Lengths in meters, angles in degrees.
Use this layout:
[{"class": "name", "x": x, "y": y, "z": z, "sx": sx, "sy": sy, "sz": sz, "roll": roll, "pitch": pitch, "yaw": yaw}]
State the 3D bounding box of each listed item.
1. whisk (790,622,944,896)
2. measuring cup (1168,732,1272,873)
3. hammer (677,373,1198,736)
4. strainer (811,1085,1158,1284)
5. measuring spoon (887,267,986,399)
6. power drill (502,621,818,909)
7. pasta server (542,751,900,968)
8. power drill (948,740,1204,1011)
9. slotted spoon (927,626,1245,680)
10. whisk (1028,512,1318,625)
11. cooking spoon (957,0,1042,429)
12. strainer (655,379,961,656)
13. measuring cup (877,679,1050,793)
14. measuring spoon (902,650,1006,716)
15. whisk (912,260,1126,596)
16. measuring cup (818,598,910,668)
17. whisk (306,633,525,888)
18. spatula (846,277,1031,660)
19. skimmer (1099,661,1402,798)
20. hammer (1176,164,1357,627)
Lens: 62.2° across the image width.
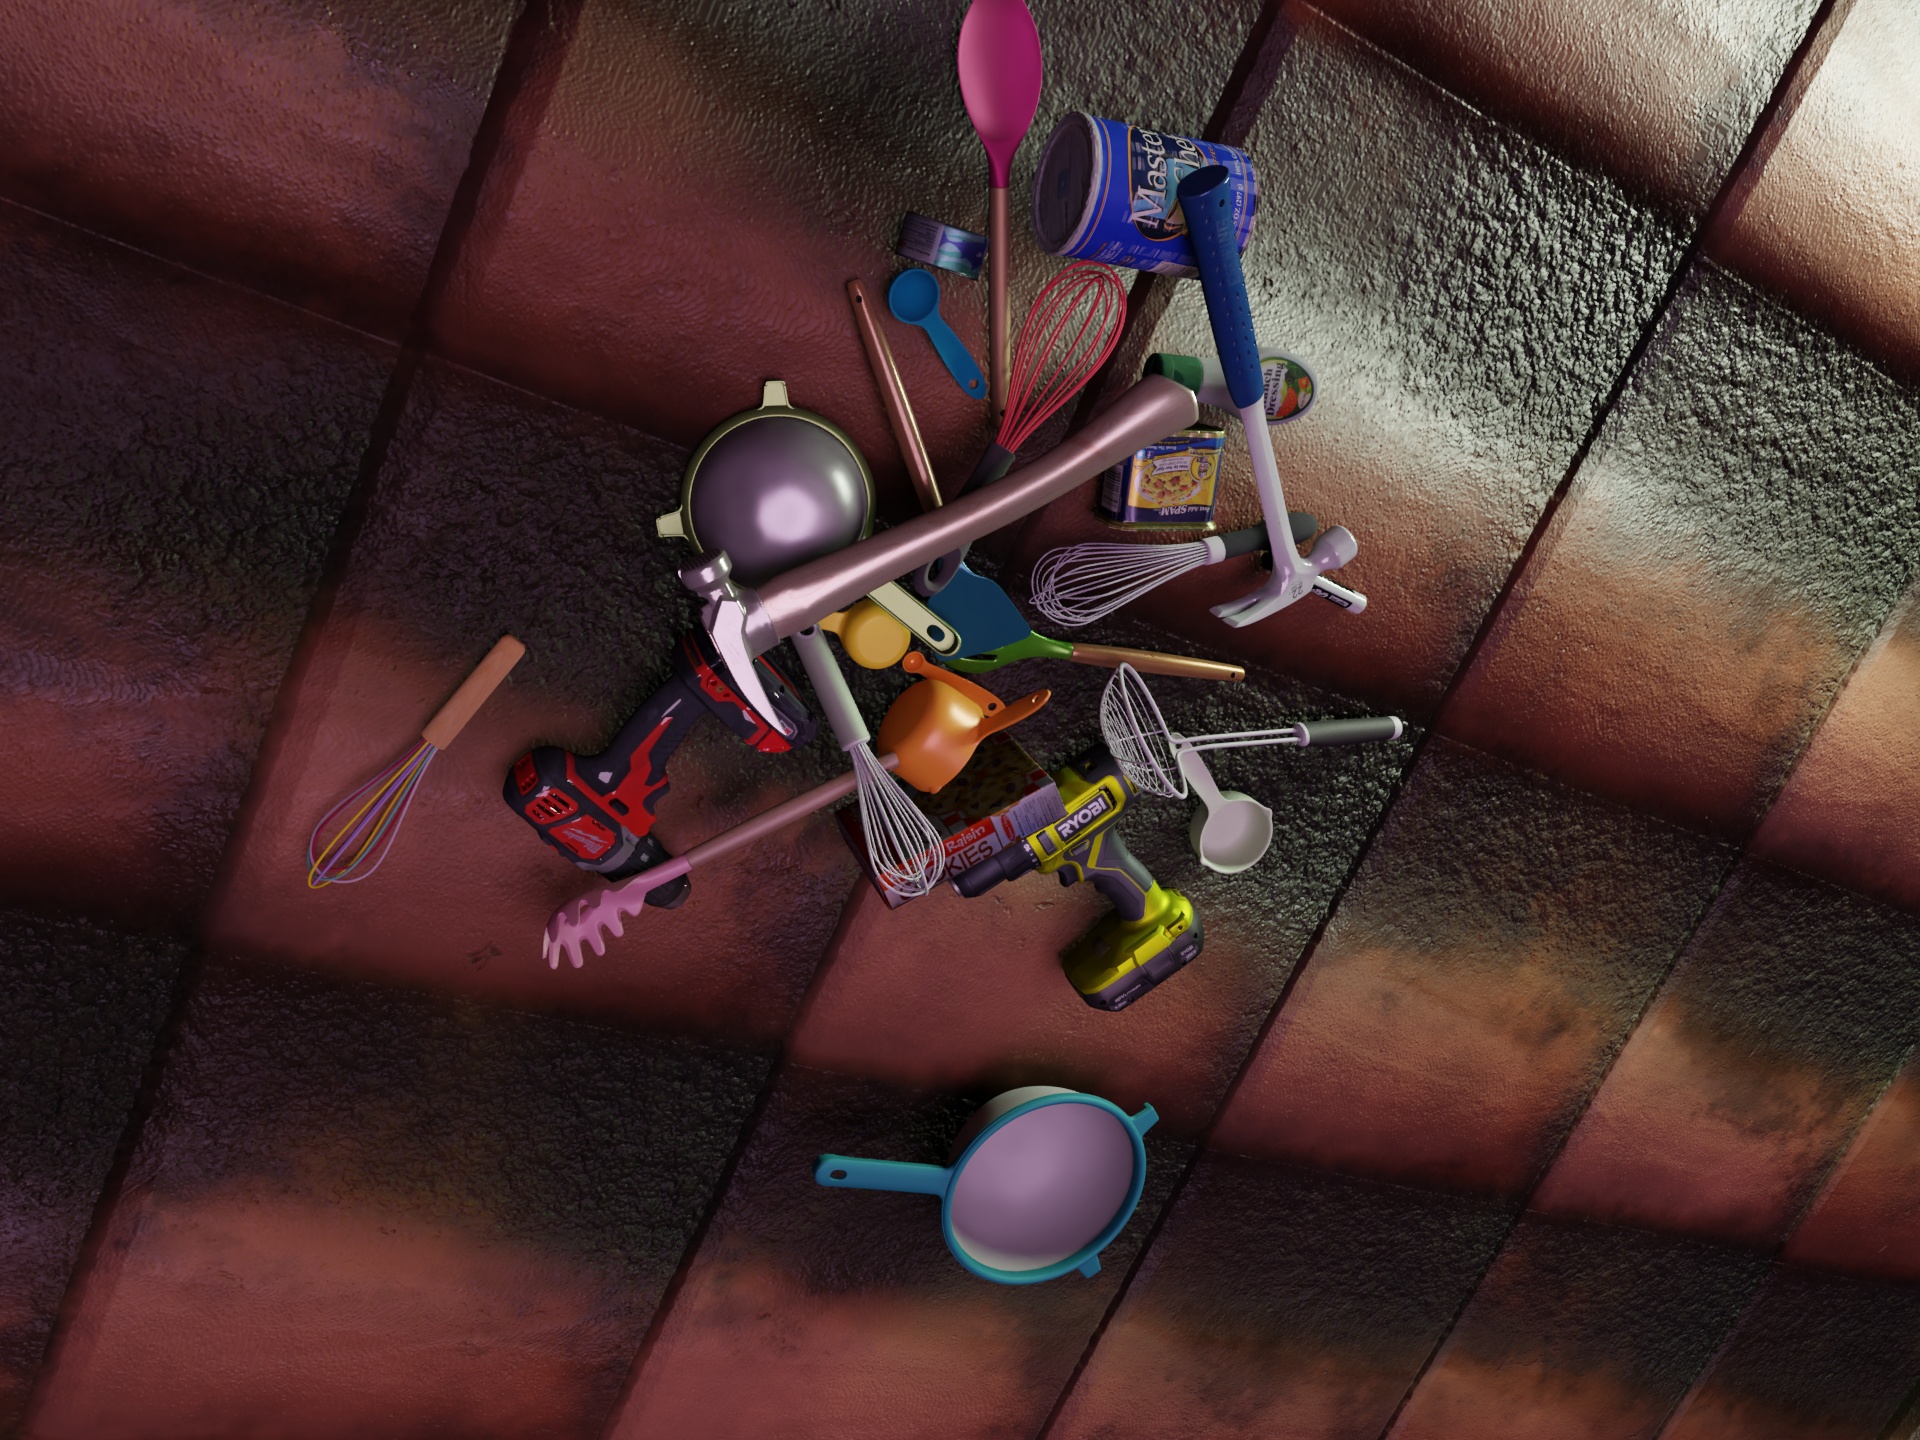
[{"class": "whisk", "x": -0.079, "y": 0.025, "z": 1.249, "sx": 0.058, "sy": 0.059, "sz": 0.246, "roll": -23, "pitch": 84, "yaw": -13}, {"class": "measuring cup", "x": 0.229, "y": 0.070, "z": 1.485, "sx": 0.083, "sy": 0.038, "sz": 0.167, "roll": -36, "pitch": 115, "yaw": -3}, {"class": "hammer", "x": 0.003, "y": -0.141, "z": 1.191, "sx": 0.410, "sy": 0.038, "sz": 0.146, "roll": -28, "pitch": 113, "yaw": -11}, {"class": "strainer", "x": 0.010, "y": 0.421, "z": 1.521, "sx": 0.340, "sy": 0.095, "sz": 0.211, "roll": 12, "pitch": 105, "yaw": -24}, {"class": "measuring spoon", "x": -0.017, "y": -0.299, "z": 1.234, "sx": 0.042, "sy": 0.021, "sz": 0.128, "roll": -41, "pitch": 130, "yaw": -1}, {"class": "power drill", "x": -0.223, "y": 0.042, "z": 1.267, "sx": 0.226, "sy": 0.080, "sz": 0.187, "roll": -40, "pitch": 128, "yaw": 3}, {"class": "pasta server", "x": -0.188, "y": 0.105, "z": 1.262, "sx": 0.316, "sy": 0.040, "sz": 0.060, "roll": -26, "pitch": 149, "yaw": -7}, {"class": "power drill", "x": 0.108, "y": 0.153, "z": 1.449, "sx": 0.190, "sy": 0.080, "sz": 0.228, "roll": -35, "pitch": 118, "yaw": -5}, {"class": "slotted spoon", "x": 0.118, "y": -0.059, "z": 1.386, "sx": 0.313, "sy": 0.031, "sz": 0.070, "roll": 7, "pitch": 113, "yaw": -26}, {"class": "whisk", "x": 0.188, "y": -0.139, "z": 1.363, "sx": 0.284, "sy": 0.070, "sz": 0.070, "roll": -16, "pitch": 118, "yaw": -19}, {"class": "cooking spoon", "x": 0.029, "y": -0.379, "z": 1.211, "sx": 0.068, "sy": 0.017, "sz": 0.318, "roll": -12, "pitch": 116, "yaw": -22}, {"class": "strainer", "x": -0.095, "y": -0.127, "z": 1.212, "sx": 0.256, "sy": 0.069, "sz": 0.151, "roll": 39, "pitch": 94, "yaw": -16}, {"class": "measuring cup", "x": -0.002, "y": -0.004, "z": 1.292, "sx": 0.052, "sy": 0.095, "sz": 0.173, "roll": 34, "pitch": 142, "yaw": -27}, {"class": "measuring spoon", "x": -0.005, "y": -0.031, "z": 1.361, "sx": 0.116, "sy": 0.011, "sz": 0.021, "roll": 29, "pitch": 104, "yaw": -33}, {"class": "whisk", "x": 0.041, "y": -0.226, "z": 1.230, "sx": 0.073, "sy": 0.073, "sz": 0.296, "roll": 31, "pitch": 86, "yaw": -30}, {"class": "measuring cup", "x": -0.112, "y": -0.078, "z": 1.283, "sx": 0.156, "sy": 0.029, "sz": 0.062, "roll": 11, "pitch": 108, "yaw": -25}, {"class": "whisk", "x": -0.415, "y": 0.032, "z": 1.211, "sx": 0.245, "sy": 0.051, "sz": 0.047, "roll": -50, "pitch": 142, "yaw": 0}, {"class": "spatula", "x": -0.030, "y": -0.192, "z": 1.250, "sx": 0.082, "sy": 0.044, "sz": 0.317, "roll": -16, "pitch": 108, "yaw": 11}, {"class": "skimmer", "x": 0.275, "y": 0.003, "z": 1.425, "sx": 0.363, "sy": 0.127, "sz": 0.090, "roll": -4, "pitch": 152, "yaw": -30}, {"class": "hammer", "x": 0.227, "y": -0.242, "z": 1.257, "sx": 0.144, "sy": 0.035, "sz": 0.405, "roll": -36, "pitch": 134, "yaw": -13}]
